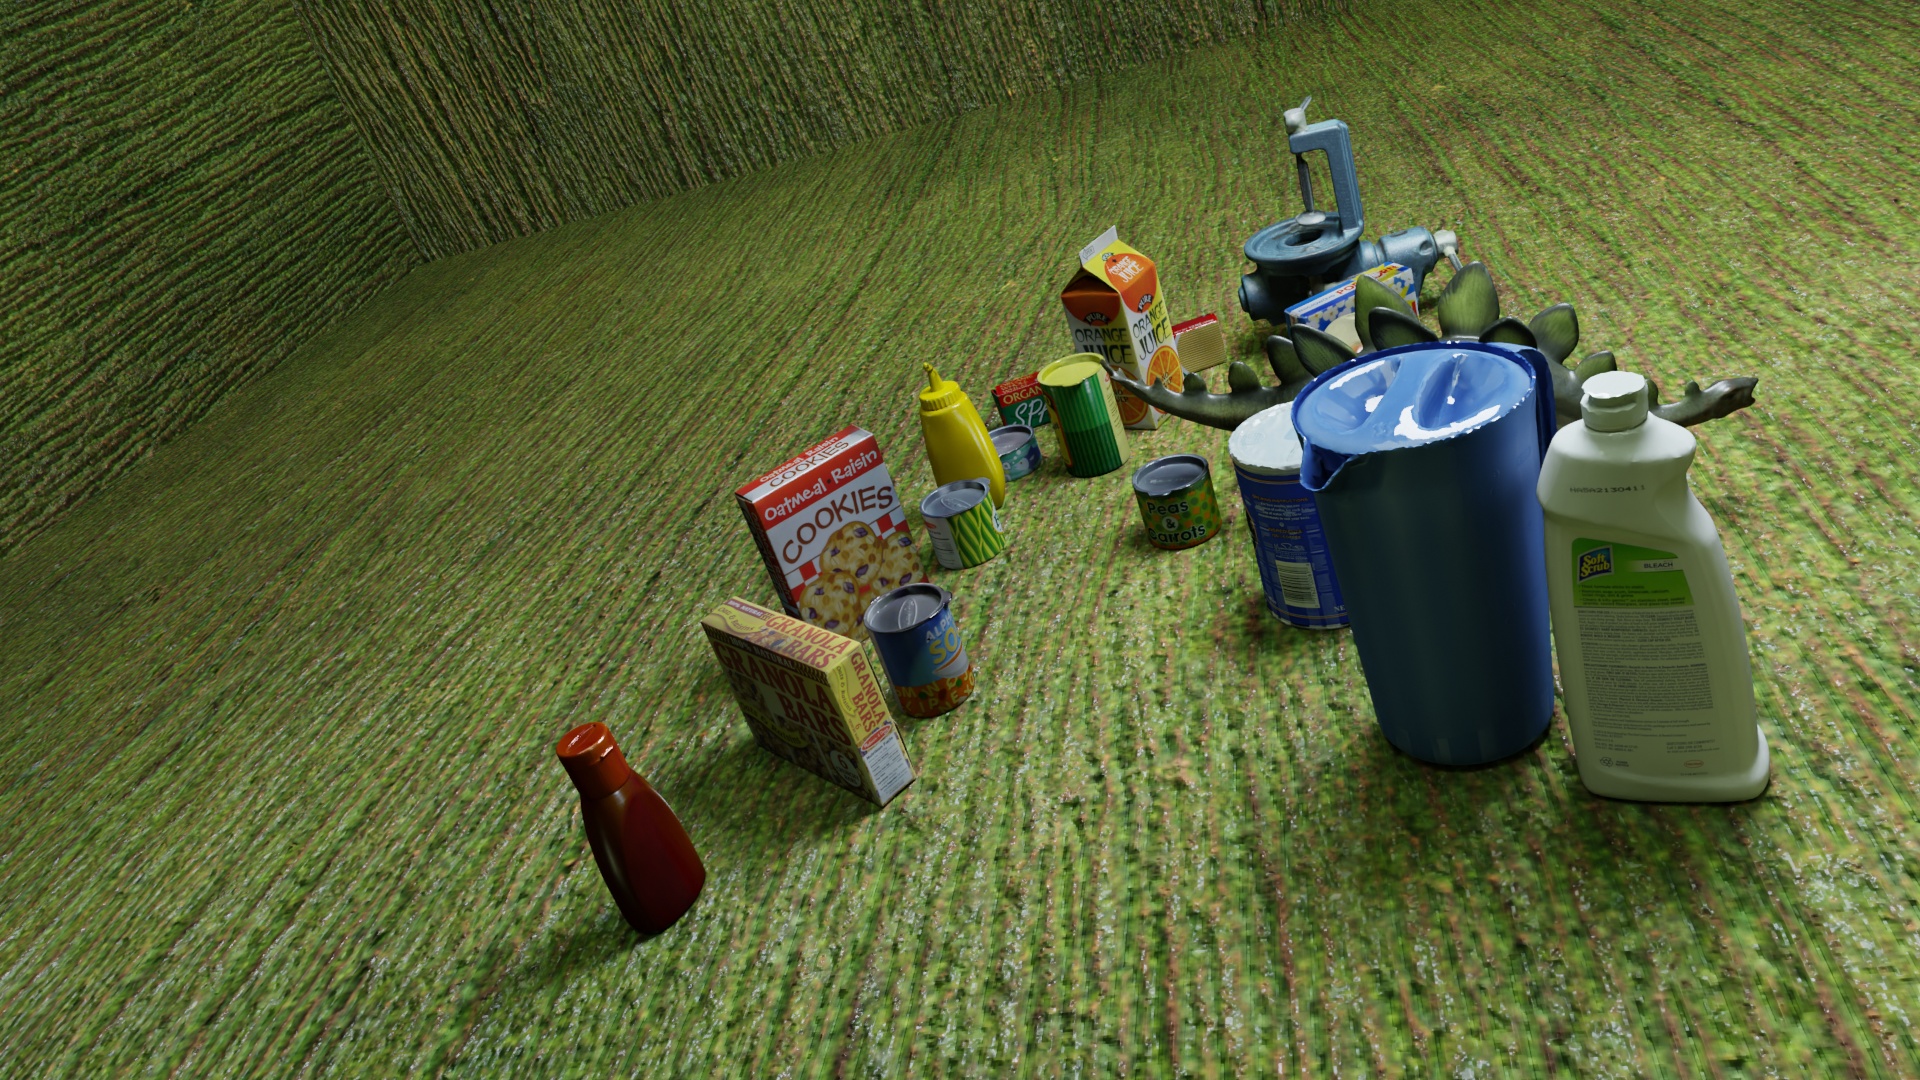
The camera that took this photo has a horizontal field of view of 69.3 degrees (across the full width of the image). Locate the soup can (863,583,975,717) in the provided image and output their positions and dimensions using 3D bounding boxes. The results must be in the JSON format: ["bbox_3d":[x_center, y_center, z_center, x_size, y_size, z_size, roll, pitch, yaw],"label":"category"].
[{"bbox_3d":[-0.028,0.085,1.077,0.071,0.083,0.072,-15,27,8],"label":"soup can"}]

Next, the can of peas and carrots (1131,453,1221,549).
[{"bbox_3d":[0.184,-0.032,1.182,0.071,0.058,0.071,-15,27,8],"label":"can of peas and carrots"}]

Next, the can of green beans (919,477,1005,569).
[{"bbox_3d":[0.002,-0.015,1.269,0.071,0.057,0.071,-15,27,8],"label":"can of green beans"}]

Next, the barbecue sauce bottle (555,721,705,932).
[{"bbox_3d":[-0.225,0.191,0.937,0.043,0.148,0.065,-1,32,33],"label":"barbecue sauce bottle"}]

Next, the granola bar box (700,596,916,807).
[{"bbox_3d":[-0.114,0.116,1.030,0.039,0.123,0.165,-37,32,-30],"label":"granola bar box"}]

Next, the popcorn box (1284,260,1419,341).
[{"bbox_3d":[0.382,-0.206,1.346,0.127,0.085,0.038,-26,27,-12],"label":"popcorn box"}]

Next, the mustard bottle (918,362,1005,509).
[{"bbox_3d":[-0.005,-0.100,1.319,0.065,0.159,0.049,-15,27,9],"label":"mustard bottle"}]

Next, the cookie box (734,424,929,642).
[{"bbox_3d":[-0.106,0.004,1.185,0.123,0.166,0.040,-33,30,-24],"label":"cookie box"}]

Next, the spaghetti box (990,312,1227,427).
[{"bbox_3d":[0.158,-0.176,1.474,0.250,0.050,0.029,-19,27,1],"label":"spaghetti box"}]

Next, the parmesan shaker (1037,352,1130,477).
[{"bbox_3d":[0.119,-0.119,1.335,0.071,0.102,0.071,-15,27,8],"label":"parmesan shaker"}]

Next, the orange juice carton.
[{"bbox_3d":[0.160,-0.211,1.381,0.073,0.192,0.072,5,36,40],"label":"orange juice carton"}]

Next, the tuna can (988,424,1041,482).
[{"bbox_3d":[0.046,-0.086,1.400,0.071,0.032,0.071,-15,27,8],"label":"tuna can"}]
